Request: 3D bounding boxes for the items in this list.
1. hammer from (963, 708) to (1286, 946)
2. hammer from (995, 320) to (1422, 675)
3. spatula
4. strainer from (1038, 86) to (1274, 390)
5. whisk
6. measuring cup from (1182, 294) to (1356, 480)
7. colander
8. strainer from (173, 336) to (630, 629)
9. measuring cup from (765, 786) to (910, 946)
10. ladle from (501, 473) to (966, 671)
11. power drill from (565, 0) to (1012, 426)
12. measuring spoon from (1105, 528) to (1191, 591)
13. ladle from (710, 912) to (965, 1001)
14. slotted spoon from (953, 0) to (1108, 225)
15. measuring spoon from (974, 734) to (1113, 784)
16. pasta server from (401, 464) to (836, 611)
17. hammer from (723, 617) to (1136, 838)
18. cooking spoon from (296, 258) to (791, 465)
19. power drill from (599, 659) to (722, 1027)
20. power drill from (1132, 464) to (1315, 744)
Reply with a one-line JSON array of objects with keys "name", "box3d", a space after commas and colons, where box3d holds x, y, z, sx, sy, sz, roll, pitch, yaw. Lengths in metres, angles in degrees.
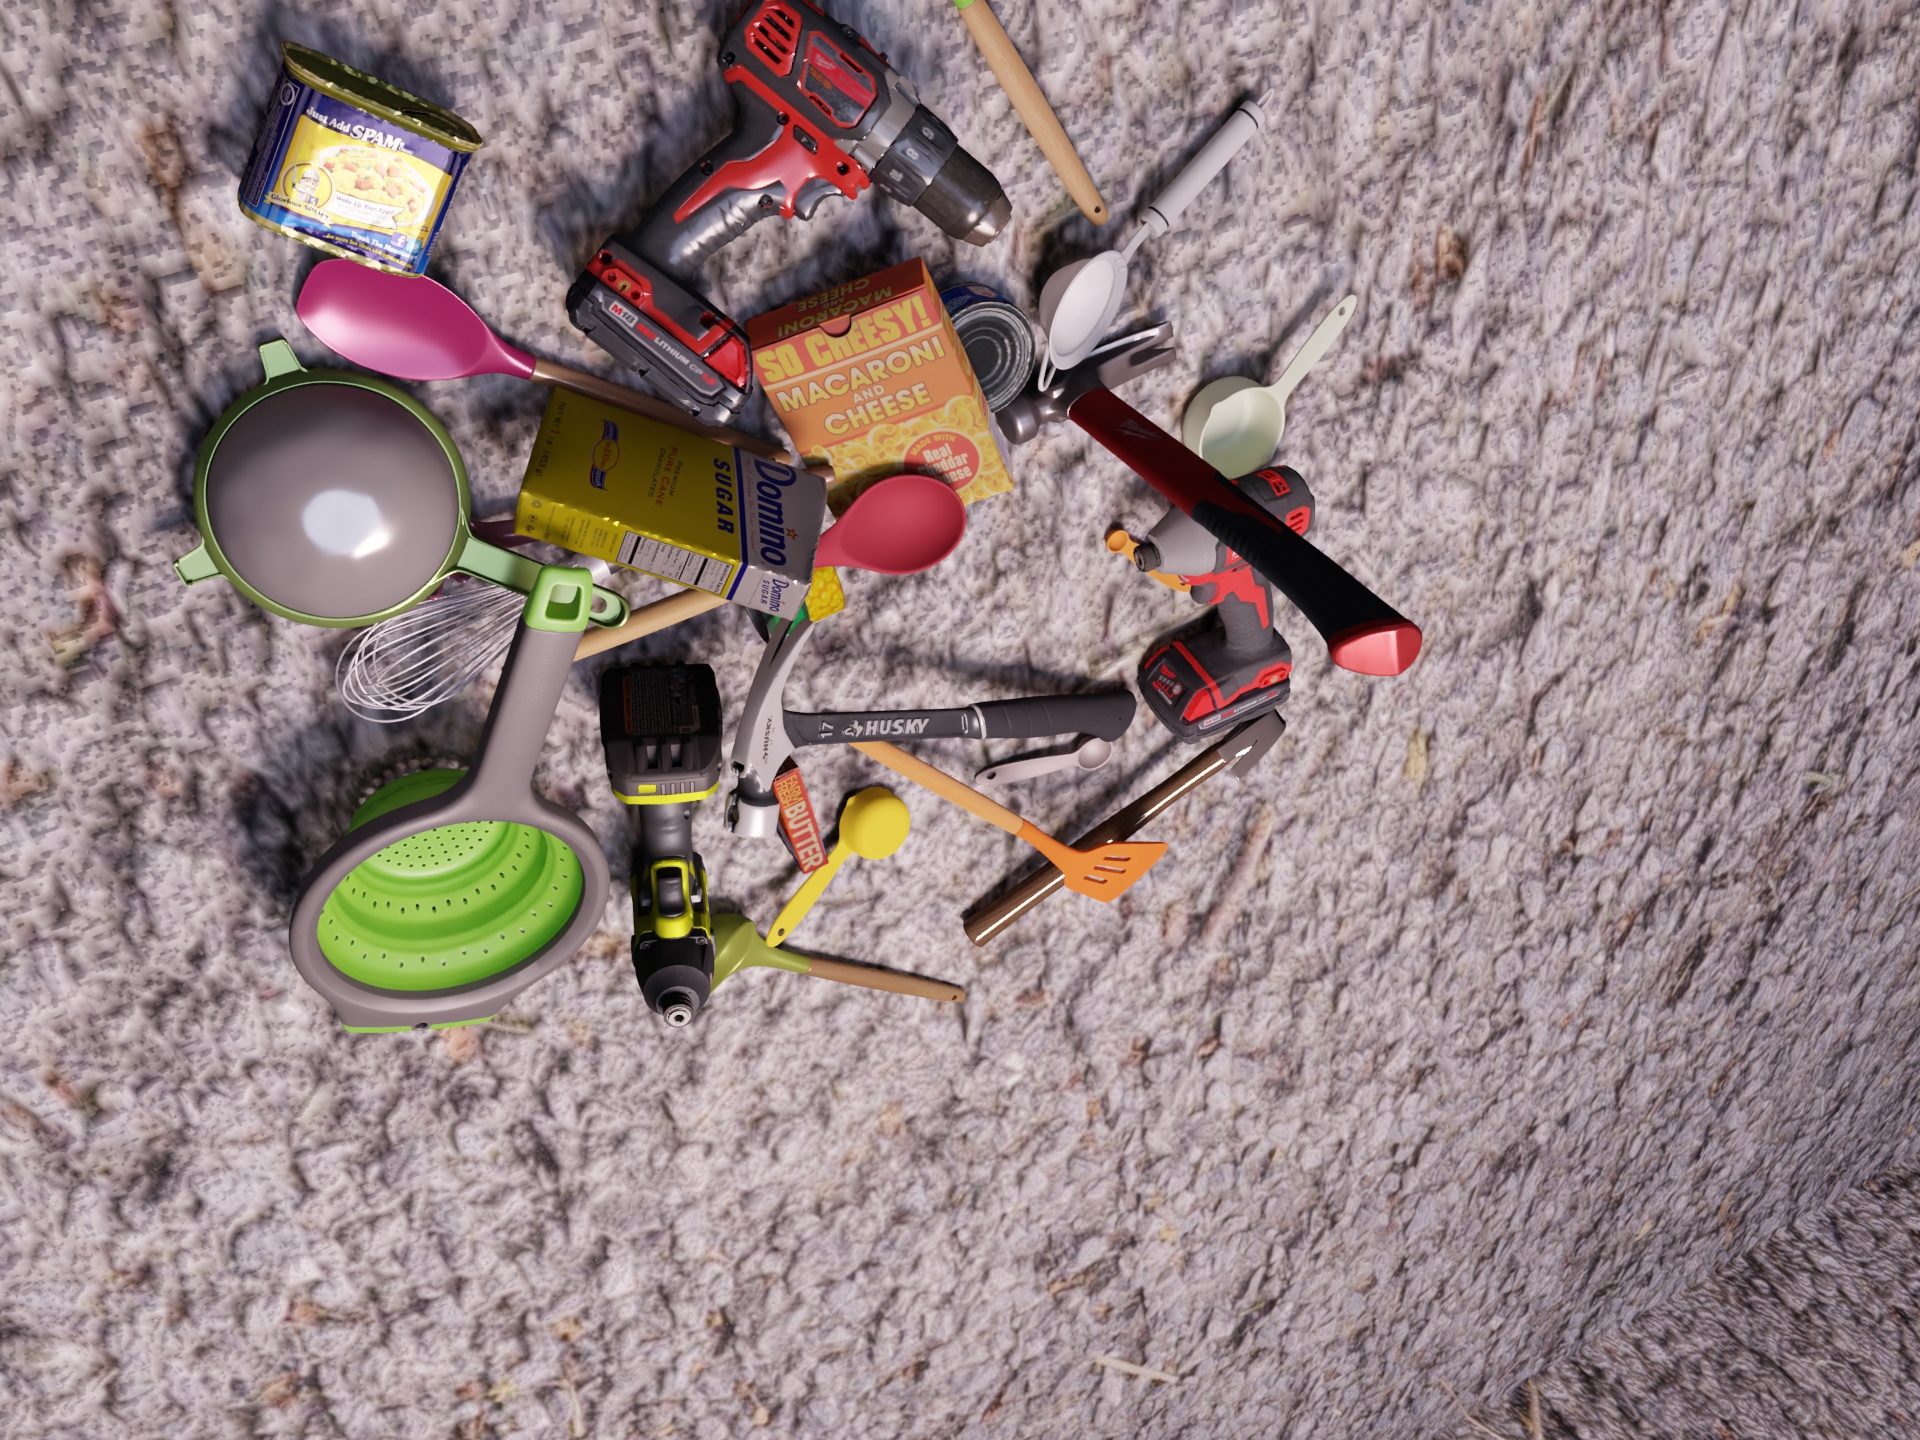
[{"name": "hammer", "box3d": [0.140, 0.091, 1.372, 0.331, 0.130, 0.031, -37, 93, 8]}, {"name": "hammer", "box3d": [0.168, -0.147, 0.999, 0.143, 0.387, 0.038, -27, 132, -11]}, {"name": "spatula", "box3d": [0.026, 0.068, 1.271, 0.322, 0.041, 0.081, 30, 120, -22]}, {"name": "strainer", "box3d": [0.124, -0.332, 1.078, 0.258, 0.050, 0.086, -48, 159, 0]}, {"name": "whisk", "box3d": [-0.266, -0.085, 1.021, 0.284, 0.070, 0.070, -31, 133, -15]}, {"name": "measuring cup", "box3d": [0.232, -0.258, 1.200, 0.167, 0.038, 0.083, -50, 133, 8]}, {"name": "colander", "box3d": [-0.314, 0.039, 1.025, 0.204, 0.095, 0.397, 2, 130, -35]}, {"name": "strainer", "box3d": [-0.308, -0.101, 0.920, 0.256, 0.069, 0.151, 22, 97, -25]}, {"name": "measuring cup", "box3d": [-0.096, 0.121, 1.258, 0.156, 0.029, 0.062, -51, 134, -13]}, {"name": "ladle", "box3d": [-0.145, -0.087, 1.032, 0.315, 0.031, 0.069, -22, 116, -12]}, {"name": "power drill", "box3d": [-0.099, -0.279, 0.920, 0.187, 0.080, 0.226, 36, 100, -16]}, {"name": "measuring spoon", "box3d": [0.152, -0.127, 1.268, 0.116, 0.011, 0.021, 23, 109, -44]}, {"name": "ladle", "box3d": [-0.105, 0.217, 1.337, 0.320, 0.062, 0.078, 20, 107, -42]}, {"name": "slotted spoon", "box3d": [0.015, -0.413, 0.961, 0.070, 0.031, 0.313, -42, 135, 3]}, {"name": "measuring spoon", "box3d": [0.069, 0.033, 1.335, 0.124, 0.018, 0.034, -12, 130, -15]}, {"name": "pasta server", "box3d": [-0.230, -0.125, 0.996, 0.316, 0.040, 0.060, -13, 111, -14]}, {"name": "hammer", "box3d": [-0.002, -0.004, 1.183, 0.408, 0.036, 0.149, -3, 108, -47]}, {"name": "cooking spoon", "box3d": [-0.238, -0.206, 0.968, 0.318, 0.017, 0.068, 15, 126, -38]}, {"name": "power drill", "box3d": [-0.202, 0.087, 1.103, 0.080, 0.171, 0.223, -4, 121, -11]}, {"name": "power drill", "box3d": [0.201, -0.091, 1.254, 0.143, 0.079, 0.219, -22, 139, -15]}]
